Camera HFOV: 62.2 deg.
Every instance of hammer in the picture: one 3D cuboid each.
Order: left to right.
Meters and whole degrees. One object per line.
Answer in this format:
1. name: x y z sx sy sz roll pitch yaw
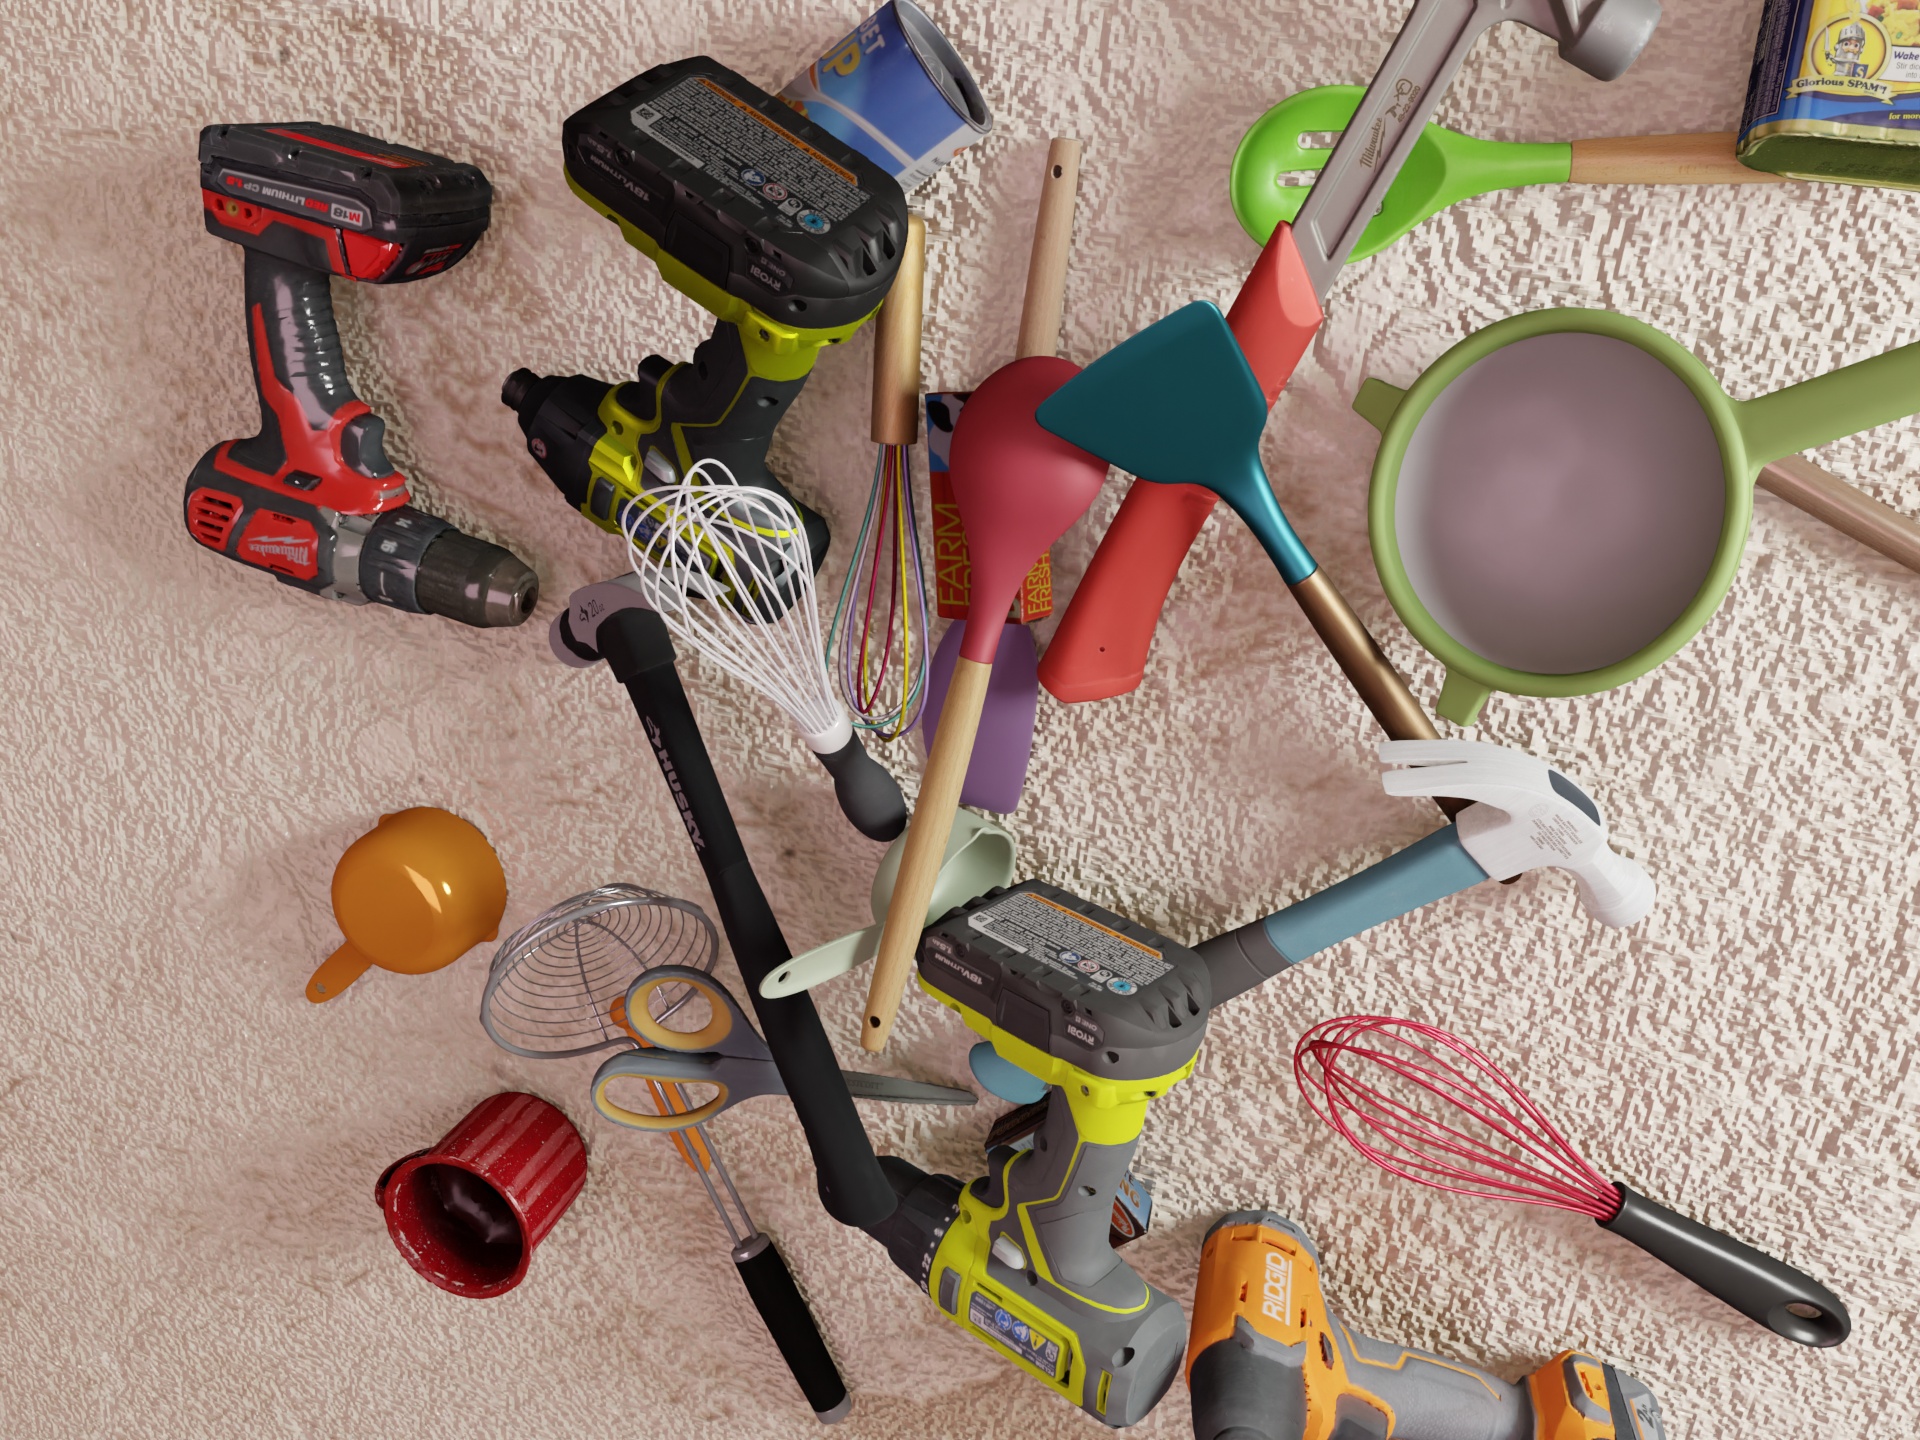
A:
1. hammer: -0.104 0.085 0.762 0.146 0.035 0.335 -19 93 57
2. hammer: 0.113 -0.157 0.654 0.149 0.037 0.359 27 121 -2
3. hammer: 0.140 0.110 0.749 0.331 0.033 0.128 -32 117 29

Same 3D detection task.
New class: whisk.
1. whisk: -0.071 -0.014 0.695 0.070 0.070 0.284 1 151 16
2. whisk: -0.035 -0.108 0.741 0.051 0.047 0.245 4 105 3
3. whisk: 0.289 0.219 0.749 0.296 0.073 0.073 29 114 -2

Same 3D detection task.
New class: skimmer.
1. skimmer: -0.137 0.251 0.866 0.127 0.090 0.363 -26 104 -10

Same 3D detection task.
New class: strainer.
1. strainer: 0.284 -0.099 0.606 0.256 0.069 0.151 -19 83 41

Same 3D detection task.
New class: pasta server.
1. pasta server: 0.377 -0.071 0.631 0.316 0.040 0.060 32 102 6

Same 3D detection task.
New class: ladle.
1. ladle: -0.001 -0.002 0.689 0.069 0.031 0.315 17 101 13

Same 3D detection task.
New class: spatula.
1. spatula: 0.023 -0.103 0.736 0.060 0.018 0.315 16 113 19
2. spatula: 0.156 -0.036 0.669 0.082 0.044 0.317 -30 112 26

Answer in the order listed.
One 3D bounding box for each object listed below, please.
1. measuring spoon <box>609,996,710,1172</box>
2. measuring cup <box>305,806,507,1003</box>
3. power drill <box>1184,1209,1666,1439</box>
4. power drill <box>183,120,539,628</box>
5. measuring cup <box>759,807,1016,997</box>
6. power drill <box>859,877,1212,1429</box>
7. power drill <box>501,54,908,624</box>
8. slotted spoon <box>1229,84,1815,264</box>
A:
1. measuring spoon: -0.171 0.210 0.904 0.021 0.011 0.117 -19 102 21
2. measuring cup: -0.334 0.122 0.900 0.173 0.052 0.095 -40 94 22
3. power drill: 0.214 0.337 0.752 0.226 0.164 0.084 23 113 6
4. power drill: -0.286 -0.160 0.779 0.188 0.080 0.226 19 115 10
5. measuring cup: -0.041 0.089 0.745 0.038 0.167 0.083 32 123 32
6. power drill: 0.026 0.198 0.758 0.191 0.080 0.228 22 117 35
7. power drill: -0.120 -0.159 0.692 0.171 0.080 0.223 35 141 4
8. slotted spoon: 0.265 -0.217 0.621 0.314 0.031 0.070 3 110 14
